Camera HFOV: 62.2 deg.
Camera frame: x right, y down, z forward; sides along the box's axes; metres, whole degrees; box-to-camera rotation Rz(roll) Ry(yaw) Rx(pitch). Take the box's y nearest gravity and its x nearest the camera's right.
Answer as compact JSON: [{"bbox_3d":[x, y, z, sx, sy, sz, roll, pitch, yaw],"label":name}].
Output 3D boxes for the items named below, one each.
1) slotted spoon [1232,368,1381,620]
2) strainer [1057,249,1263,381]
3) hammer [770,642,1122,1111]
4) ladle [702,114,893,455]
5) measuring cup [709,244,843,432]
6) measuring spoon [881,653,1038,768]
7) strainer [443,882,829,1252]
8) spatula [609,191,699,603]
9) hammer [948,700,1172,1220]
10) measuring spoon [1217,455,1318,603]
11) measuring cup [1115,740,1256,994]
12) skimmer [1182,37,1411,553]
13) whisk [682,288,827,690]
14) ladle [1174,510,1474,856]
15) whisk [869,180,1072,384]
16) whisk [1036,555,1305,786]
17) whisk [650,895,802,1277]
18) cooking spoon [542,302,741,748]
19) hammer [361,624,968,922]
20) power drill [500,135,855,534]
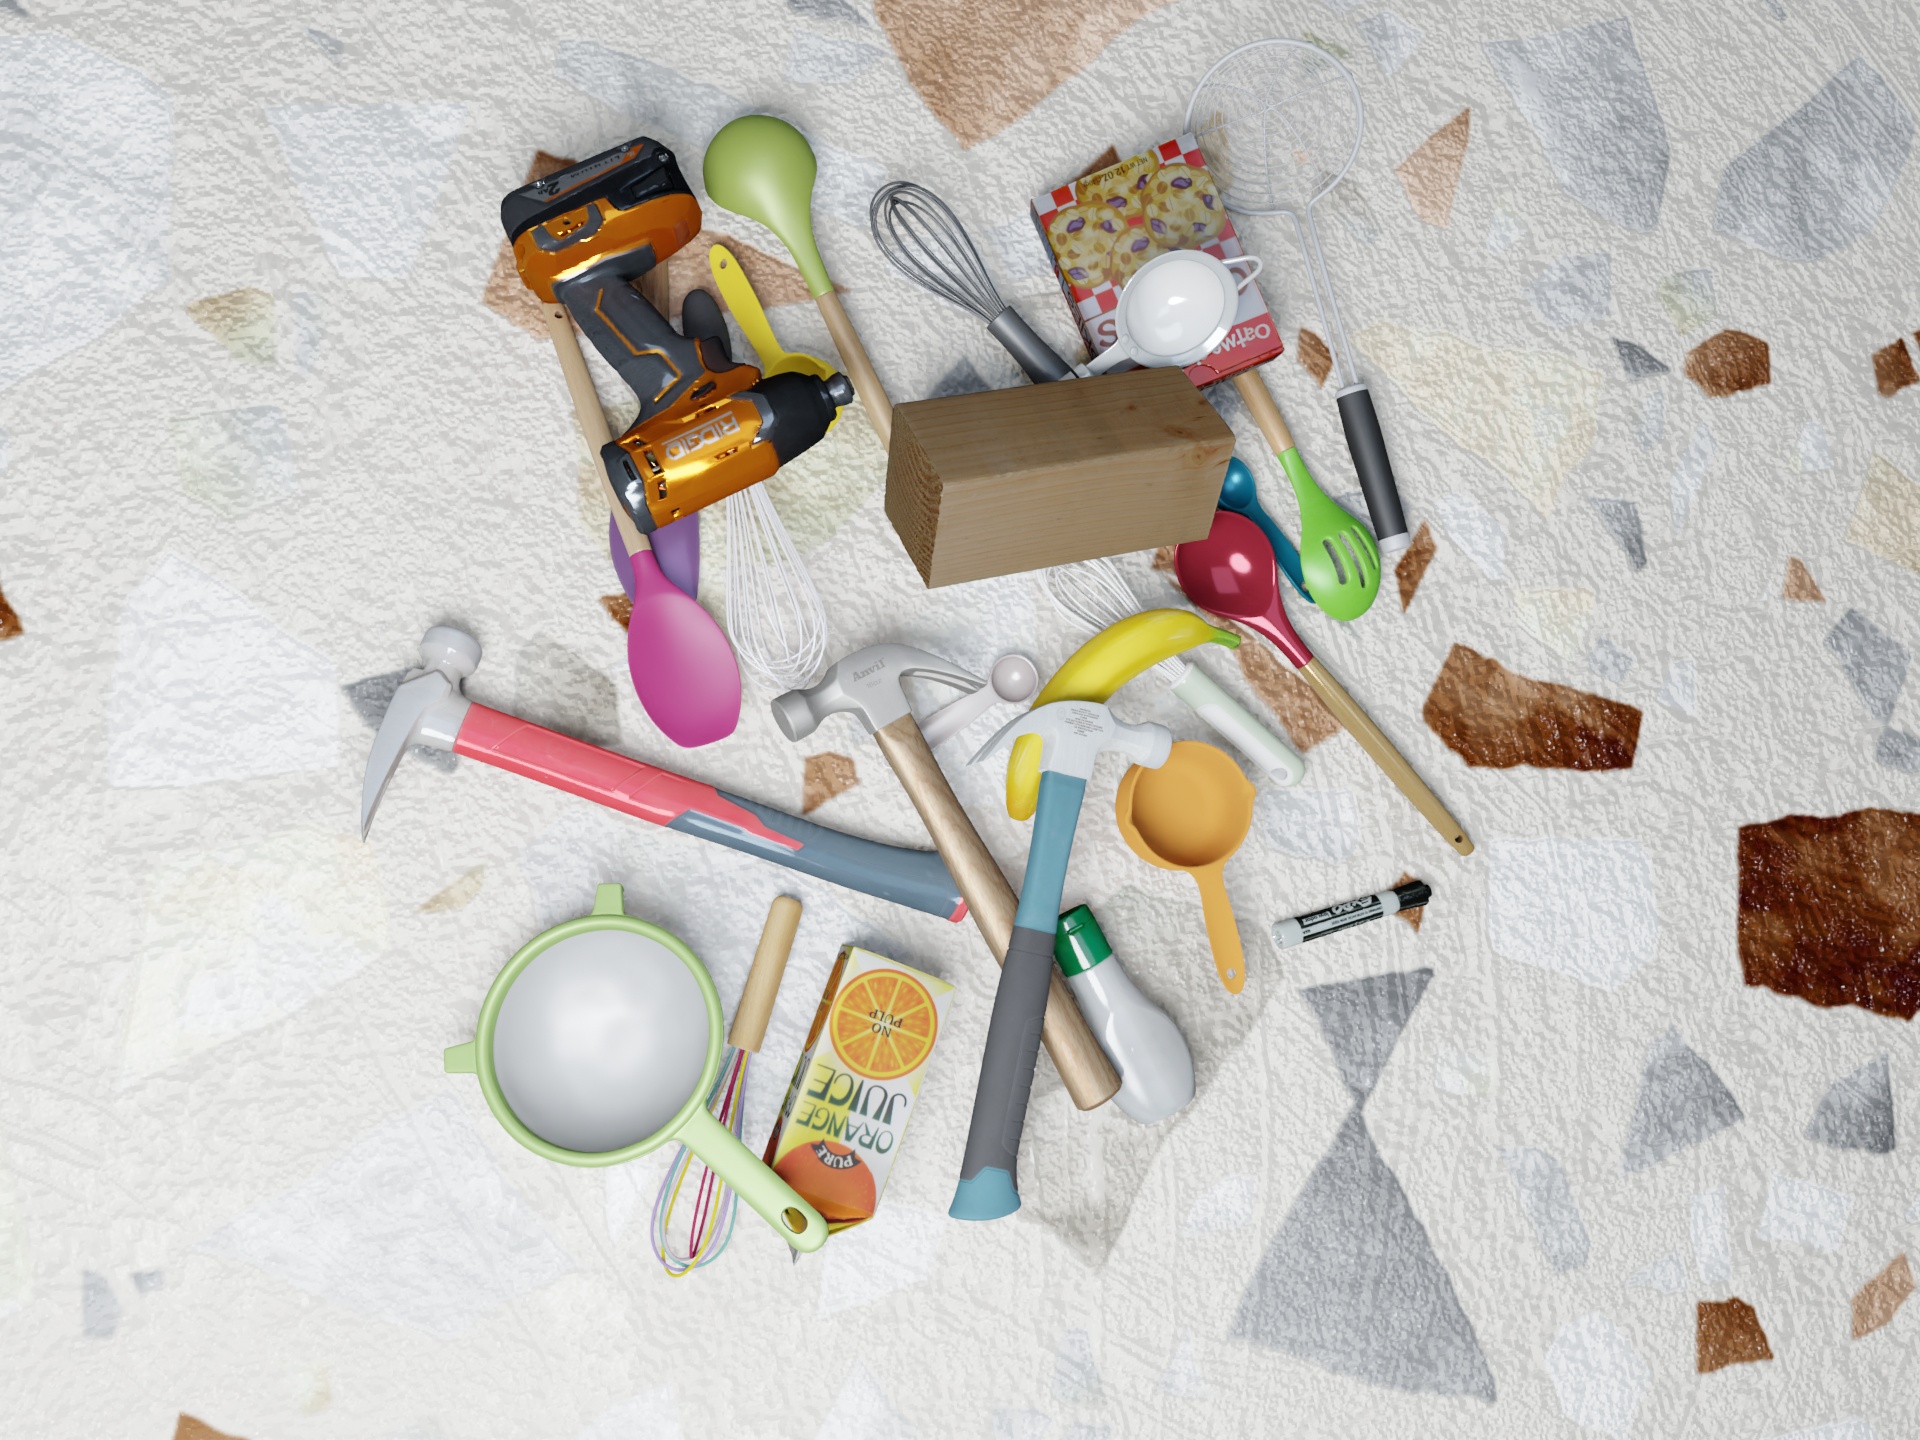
[{"bbox_3d":[0.222,-0.217,1.150,0.070,0.031,0.314,-27,87,-25],"label":"slotted spoon"},{"bbox_3d":[0.089,-0.240,1.083,0.258,0.050,0.086,-37,129,7],"label":"strainer"},{"bbox_3d":[0.013,0.100,1.028,0.130,0.031,0.331,-30,92,-21],"label":"hammer"},{"bbox_3d":[-0.083,-0.265,1.093,0.078,0.062,0.320,-27,96,-8],"label":"ladle"},{"bbox_3d":[-0.128,-0.259,1.083,0.062,0.029,0.157,-36,75,26],"label":"measuring cup"},{"bbox_3d":[-0.002,-0.003,1.088,0.124,0.018,0.034,-33,91,-7],"label":"measuring spoon"},{"bbox_3d":[-0.177,0.232,0.975,0.256,0.069,0.151,40,79,11],"label":"strainer"},{"bbox_3d":[-0.206,-0.232,1.069,0.059,0.018,0.316,-1,84,-5],"label":"spatula"},{"bbox_3d":[0.045,0.146,0.998,0.128,0.033,0.331,16,77,-17],"label":"hammer"},{"bbox_3d":[0.215,-0.133,1.146,0.128,0.021,0.042,52,56,-11],"label":"measuring spoon"},{"bbox_3d":[0.160,0.100,1.087,0.095,0.052,0.173,-13,88,-13],"label":"measuring cup"},{"bbox_3d":[0.259,-0.296,1.135,0.127,0.090,0.363,-16,89,19],"label":"skimmer"},{"bbox_3d":[-0.144,-0.155,1.055,0.070,0.070,0.285,-13,82,-13],"label":"whisk"},{"bbox_3d":[0.264,-0.023,1.135,0.069,0.031,0.315,-40,95,10],"label":"ladle"},{"bbox_3d":[0.026,-0.279,1.109,0.239,0.055,0.055,46,77,-8],"label":"whisk"},{"bbox_3d":[0.147,-0.036,1.104,0.246,0.057,0.059,41,47,-9],"label":"whisk"},{"bbox_3d":[-0.142,0.232,1.015,0.051,0.047,0.245,18,77,-8],"label":"whisk"},{"bbox_3d":[-0.217,-0.132,1.041,0.068,0.017,0.319,-18,82,-21],"label":"cooking spoon"},{"bbox_3d":[-0.177,0.069,1.014,0.386,0.038,0.143,21,61,-11],"label":"hammer"},{"bbox_3d":[-0.179,-0.249,1.014,0.164,0.084,0.226,-26,82,-7],"label":"power drill"}]
